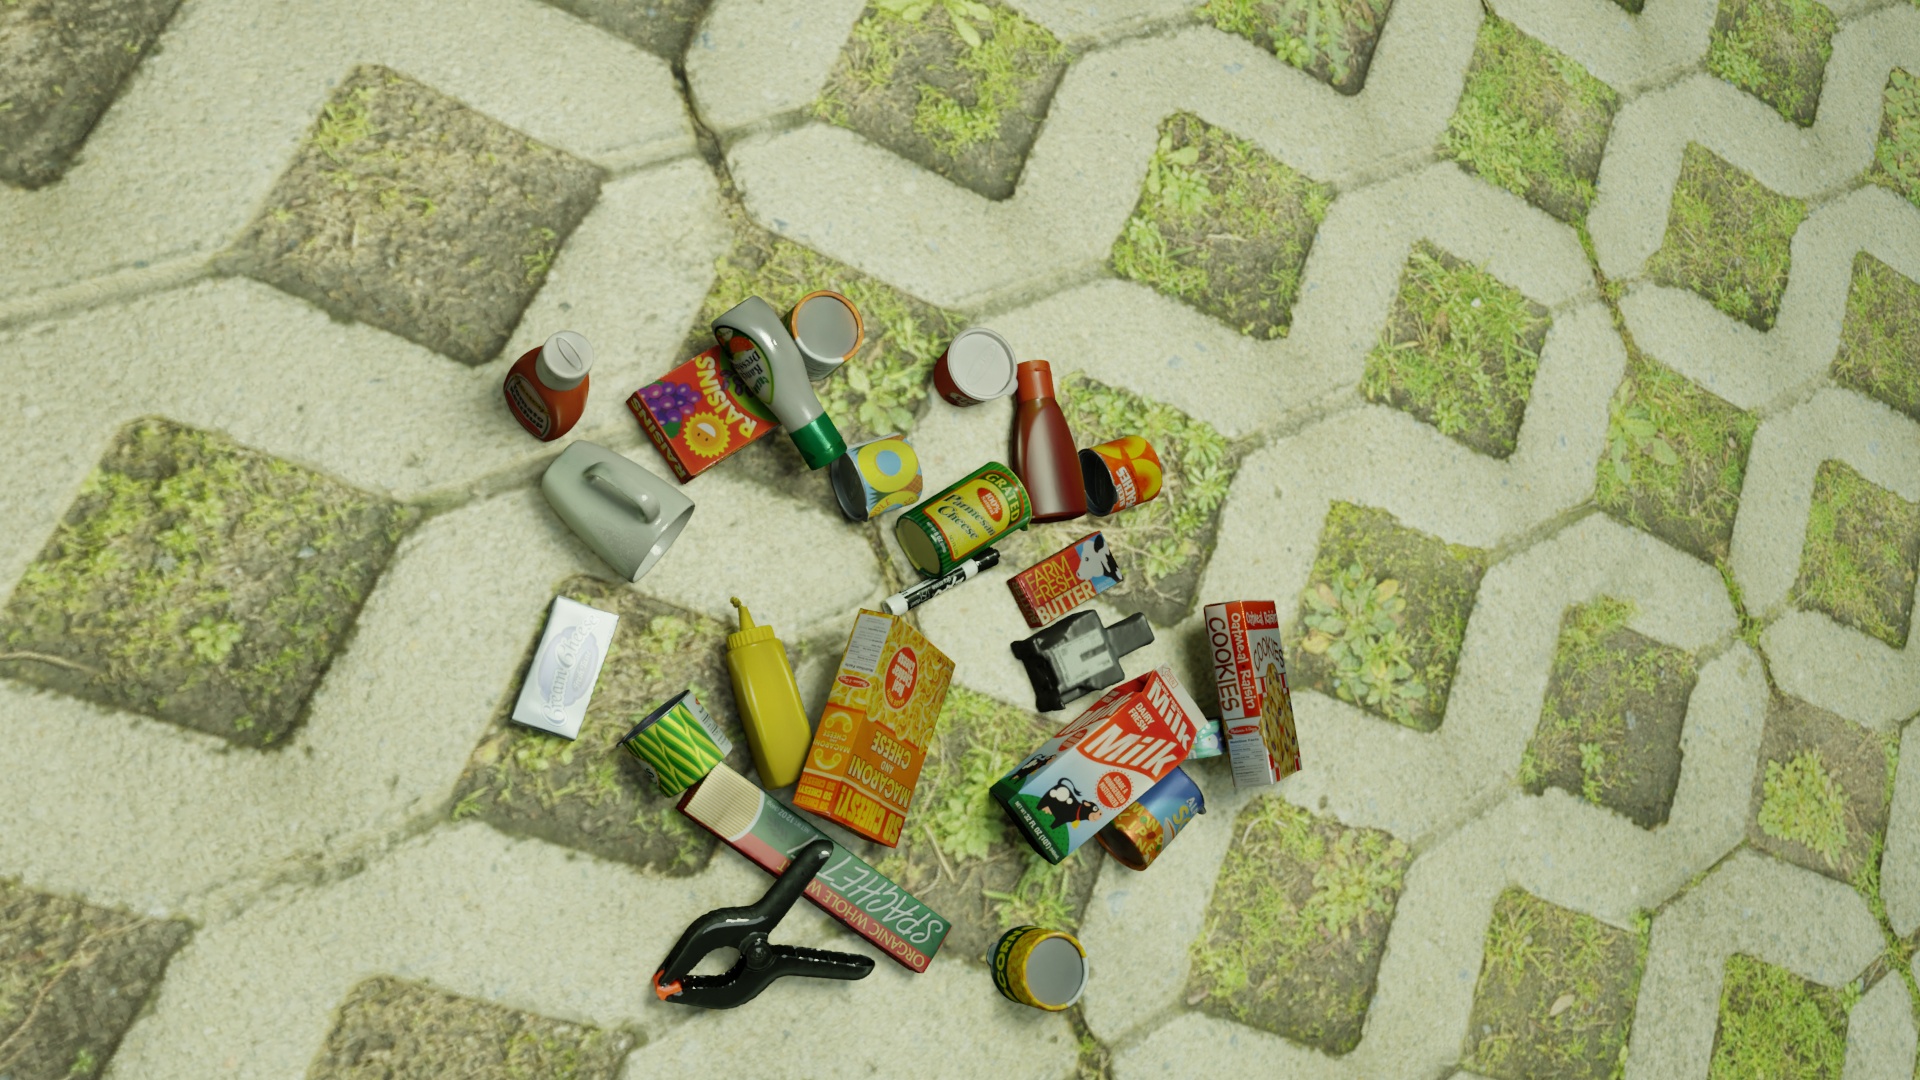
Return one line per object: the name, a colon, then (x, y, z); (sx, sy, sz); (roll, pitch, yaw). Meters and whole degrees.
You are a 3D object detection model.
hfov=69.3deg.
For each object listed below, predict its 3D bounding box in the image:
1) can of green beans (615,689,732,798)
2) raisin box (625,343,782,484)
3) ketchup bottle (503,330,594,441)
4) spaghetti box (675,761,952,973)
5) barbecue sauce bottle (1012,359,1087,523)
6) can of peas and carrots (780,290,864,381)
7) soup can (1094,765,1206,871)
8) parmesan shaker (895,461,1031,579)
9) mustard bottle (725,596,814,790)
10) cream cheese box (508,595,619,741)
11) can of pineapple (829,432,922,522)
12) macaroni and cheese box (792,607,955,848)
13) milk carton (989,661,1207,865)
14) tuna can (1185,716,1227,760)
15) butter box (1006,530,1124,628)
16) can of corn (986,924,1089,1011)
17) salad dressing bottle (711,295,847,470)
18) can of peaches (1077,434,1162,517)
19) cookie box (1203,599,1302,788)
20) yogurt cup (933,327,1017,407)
can of green beans: (-0.222, 0.160, 1.090); (0.071, 0.071, 0.058); (-39, 98, -25)
raisin box: (-0.203, -0.115, 1.167); (0.124, 0.040, 0.086); (-36, 96, -27)
ketchup bottle: (-0.311, -0.122, 1.059); (0.044, 0.148, 0.064); (-40, 98, -26)
spaghetti box: (-0.116, 0.269, 1.138); (0.250, 0.028, 0.050); (38, 68, -13)
barbecue sauce bottle: (0.076, -0.092, 1.286); (0.065, 0.043, 0.148); (-5, 81, -25)
can of peas and carrots: (-0.123, -0.180, 1.205); (0.071, 0.058, 0.071); (5, 79, -24)
soup can: (0.170, 0.247, 1.249); (0.084, 0.071, 0.071); (-41, 98, -24)
parmesan shaker: (0.004, -0.015, 1.226); (0.103, 0.071, 0.071); (-32, 94, -26)
mustard bottle: (-0.158, 0.121, 1.128); (0.049, 0.065, 0.160); (-14, 84, -23)
cream cheese box: (-0.309, 0.100, 1.086); (0.053, 0.024, 0.104); (21, 72, -18)
can of pineapple: (-0.072, -0.054, 1.199); (0.058, 0.071, 0.071); (-19, 88, -26)
macaroni and cheese box: (-0.068, 0.156, 1.139); (0.123, 0.040, 0.167); (47, 58, -56)
milk carton: (0.126, 0.190, 1.214); (0.191, 0.073, 0.072); (-36, 96, -11)
tuna can: (0.215, 0.183, 1.281); (0.071, 0.071, 0.033); (-7, 84, -25)
butter box: (0.098, 0.036, 1.282); (0.104, 0.024, 0.053); (-27, 93, -26)
can of corn: (0.066, 0.364, 1.185); (0.071, 0.058, 0.071); (5, 78, -24)
salad dressing bottle: (-0.146, -0.128, 1.142); (0.044, 0.064, 0.147); (-42, 106, -35)
can of peaches: (0.148, -0.060, 1.298); (0.058, 0.071, 0.071); (-18, 88, -27)
cookie box: (0.274, 0.139, 1.297); (0.123, 0.040, 0.167); (6, 74, -64)
yogurt cup: (0.010, -0.154, 1.262); (0.072, 0.054, 0.072); (5, 78, -23)
